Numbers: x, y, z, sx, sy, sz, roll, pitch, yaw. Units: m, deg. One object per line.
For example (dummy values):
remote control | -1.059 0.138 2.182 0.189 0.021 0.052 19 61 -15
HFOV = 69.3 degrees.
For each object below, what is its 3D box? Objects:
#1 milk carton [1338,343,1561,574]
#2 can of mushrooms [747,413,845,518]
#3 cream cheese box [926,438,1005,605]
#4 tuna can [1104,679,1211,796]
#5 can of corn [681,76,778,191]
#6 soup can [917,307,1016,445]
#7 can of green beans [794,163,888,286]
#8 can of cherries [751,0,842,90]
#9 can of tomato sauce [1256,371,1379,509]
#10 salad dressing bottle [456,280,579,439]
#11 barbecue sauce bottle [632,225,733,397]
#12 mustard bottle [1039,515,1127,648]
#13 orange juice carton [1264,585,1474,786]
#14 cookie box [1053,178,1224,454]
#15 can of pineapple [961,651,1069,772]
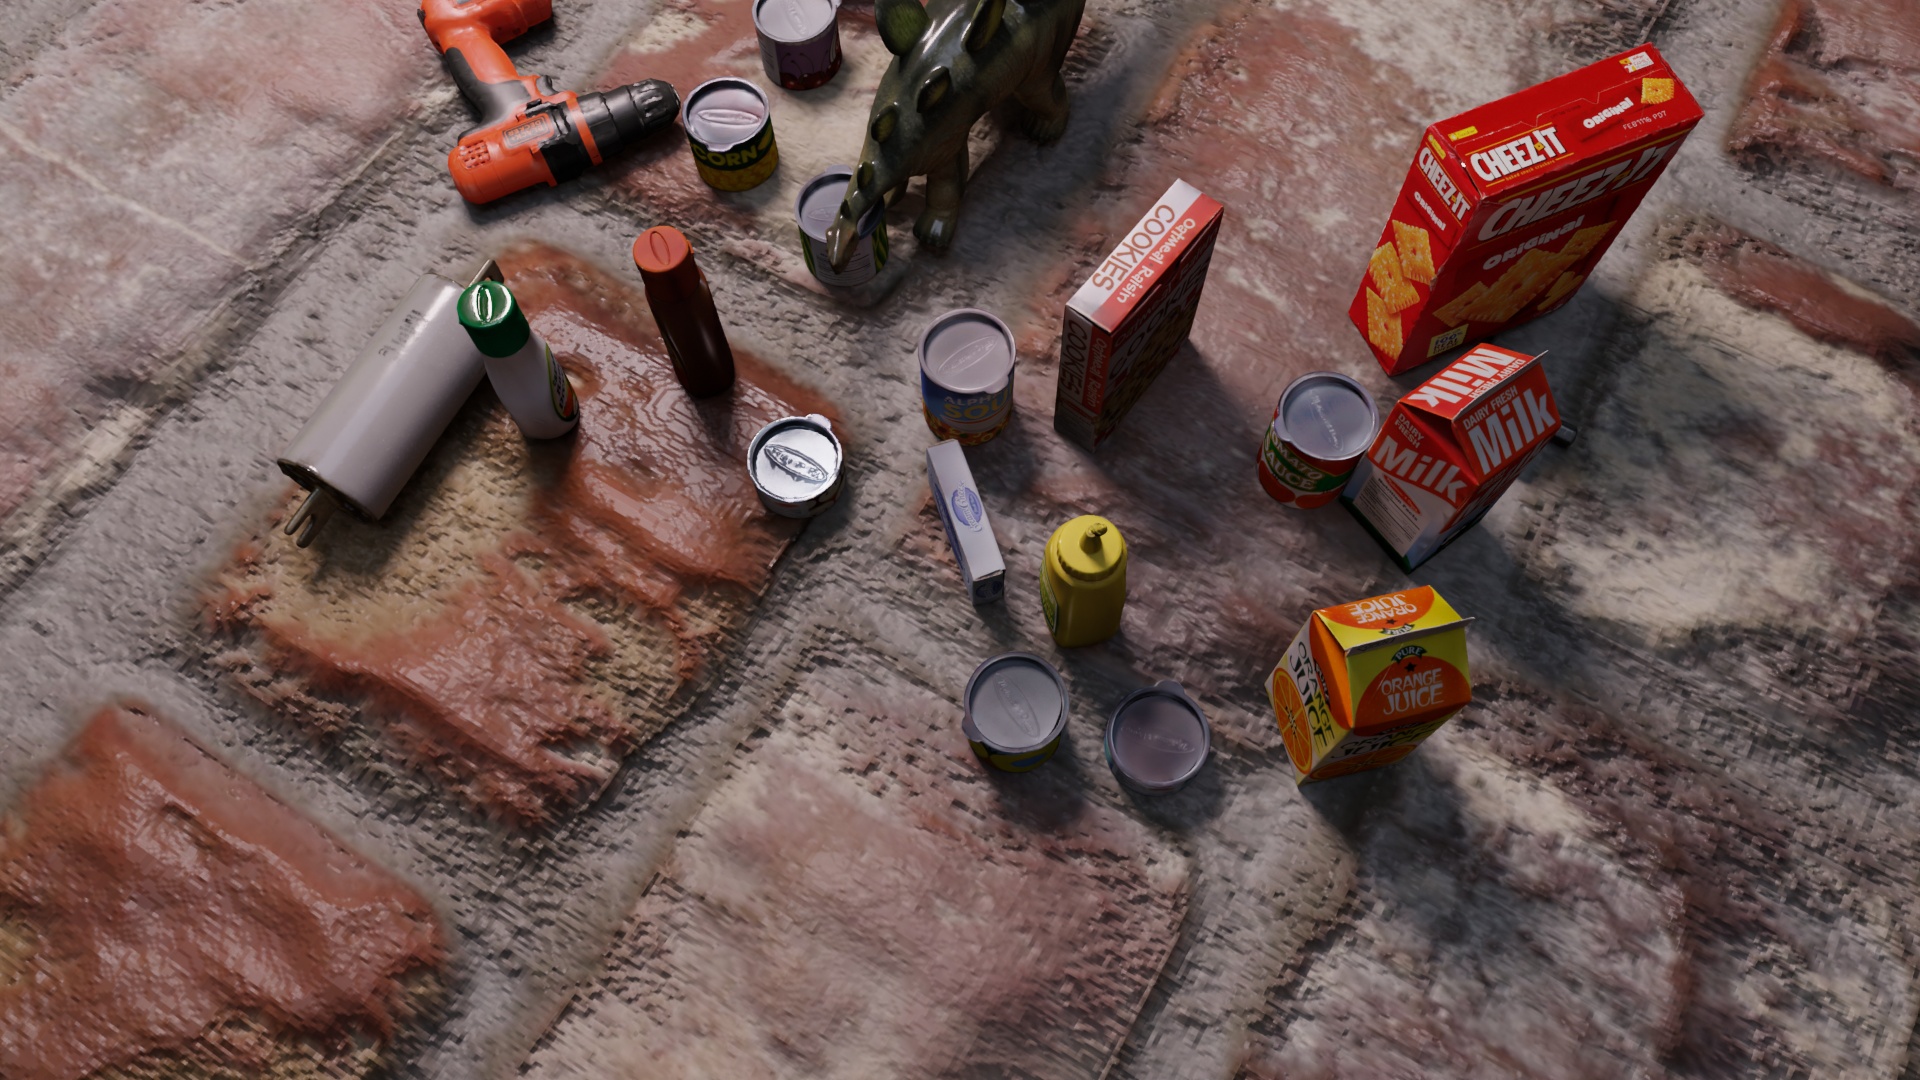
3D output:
milk carton | 0.313 -0.057 0.886 0.072 0.189 0.073 -34 71 -12
can of mushrooms | -0.113 -0.053 0.973 0.071 0.033 0.071 0 67 1
cream cheese box | 0.003 -0.012 0.944 0.024 0.053 0.104 -17 68 -6
tuna can | 0.127 0.127 0.895 0.071 0.032 0.071 0 67 1
can of corn | -0.177 -0.310 1.069 0.071 0.058 0.071 0 67 1
soup can | 0.006 -0.110 0.969 0.071 0.083 0.071 0 67 1
can of green beans | -0.087 -0.232 1.036 0.071 0.057 0.071 0 67 1
can of cherries | -0.127 -0.404 1.109 0.071 0.058 0.072 0 67 1
can of tomato sauce | 0.240 -0.066 0.948 0.071 0.082 0.071 0 67 1
salad dressing bottle | -0.299 -0.121 0.942 0.044 0.147 0.064 -10 68 -3
barbecue sauce bottle | -0.191 -0.159 0.957 0.044 0.148 0.065 -21 69 -8
mustard bottle | 0.077 0.019 0.872 0.049 0.159 0.065 -12 68 -4
orange juice carton | 0.242 0.084 0.826 0.072 0.192 0.073 -12 68 -4
cookie box | 0.118 -0.146 0.938 0.040 0.166 0.123 36 72 14
can of pineapple | 0.033 0.111 0.889 0.071 0.057 0.071 0 67 1
